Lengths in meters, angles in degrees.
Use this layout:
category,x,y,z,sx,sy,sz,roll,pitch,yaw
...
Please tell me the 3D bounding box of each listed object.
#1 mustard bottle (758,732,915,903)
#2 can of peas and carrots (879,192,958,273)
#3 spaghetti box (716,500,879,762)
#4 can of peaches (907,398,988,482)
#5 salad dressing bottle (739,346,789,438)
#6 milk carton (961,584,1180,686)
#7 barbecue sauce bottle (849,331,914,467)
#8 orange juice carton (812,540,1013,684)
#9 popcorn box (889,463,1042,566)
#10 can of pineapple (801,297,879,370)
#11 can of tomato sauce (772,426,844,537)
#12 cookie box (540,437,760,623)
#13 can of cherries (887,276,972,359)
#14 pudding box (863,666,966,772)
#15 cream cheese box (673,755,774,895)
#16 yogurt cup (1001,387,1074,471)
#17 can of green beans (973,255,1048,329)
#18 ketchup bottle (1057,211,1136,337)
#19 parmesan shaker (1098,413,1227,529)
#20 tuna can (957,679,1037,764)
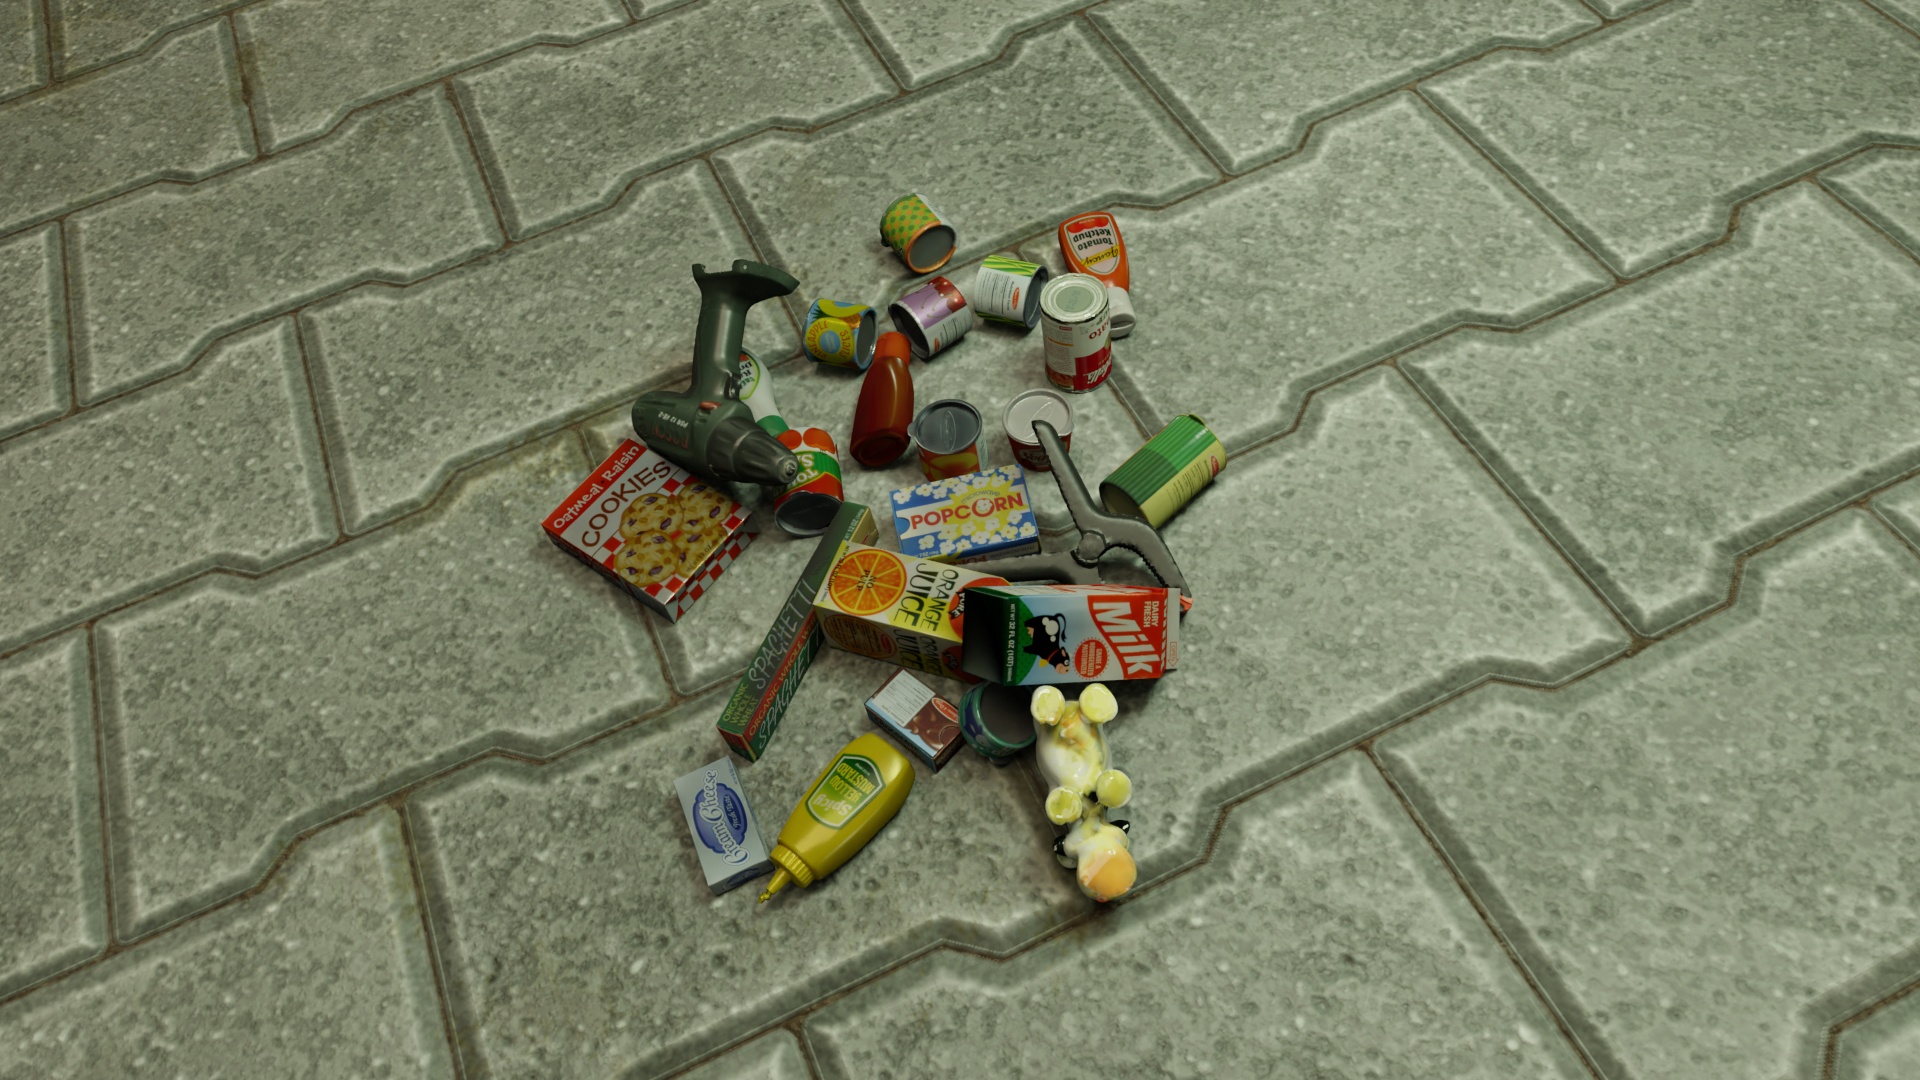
category,x,y,z,sx,sy,sz,roll,pitch,yaw
mustard bottle,-0.105,0.230,1.117,0.065,0.048,0.161,30,64,27
can of peas and carrots,-0.046,-0.327,1.487,0.071,0.070,0.059,-30,57,-13
spaghetti box,-0.140,0.076,1.228,0.029,0.050,0.251,15,59,20
can of peaches,-0.011,-0.091,1.322,0.071,0.057,0.071,-4,56,6
salad dressing bottle,-0.208,-0.135,1.388,0.064,0.043,0.148,-32,57,-5
milk carton,0.102,0.075,1.141,0.191,0.072,0.073,-1,5,-27
barbecue sauce bottle,-0.073,-0.144,1.370,0.064,0.043,0.149,-27,41,33
orange juice carton,-0.022,0.067,1.203,0.193,0.072,0.072,13,58,16
popcorn box,0.005,-0.016,1.279,0.127,0.038,0.085,-12,56,-1
can of pineapple,-0.122,-0.209,1.413,0.058,0.070,0.071,11,58,15
can of tomato sauce,-0.146,-0.057,1.309,0.071,0.071,0.083,-11,54,1
cookie box,-0.294,-0.012,1.318,0.168,0.040,0.123,29,64,24
can of cherries,-0.031,-0.229,1.414,0.058,0.071,0.071,-35,58,-16
pudding box,-0.035,0.151,1.173,0.084,0.030,0.050,34,65,27
cream cheese box,-0.196,0.234,1.142,0.053,0.024,0.104,-24,55,-7
yogurt cup,0.075,-0.103,1.320,0.072,0.053,0.073,-4,55,6
can of green beans,0.052,-0.254,1.421,0.058,0.071,0.071,16,59,19
ketchup bottle,0.146,-0.275,1.436,0.065,0.043,0.149,-12,55,-1
parmesan shaker,0.183,-0.060,1.264,0.103,0.071,0.071,-40,59,-18
tuna can,0.034,0.147,1.146,0.071,0.032,0.071,13,62,-25
